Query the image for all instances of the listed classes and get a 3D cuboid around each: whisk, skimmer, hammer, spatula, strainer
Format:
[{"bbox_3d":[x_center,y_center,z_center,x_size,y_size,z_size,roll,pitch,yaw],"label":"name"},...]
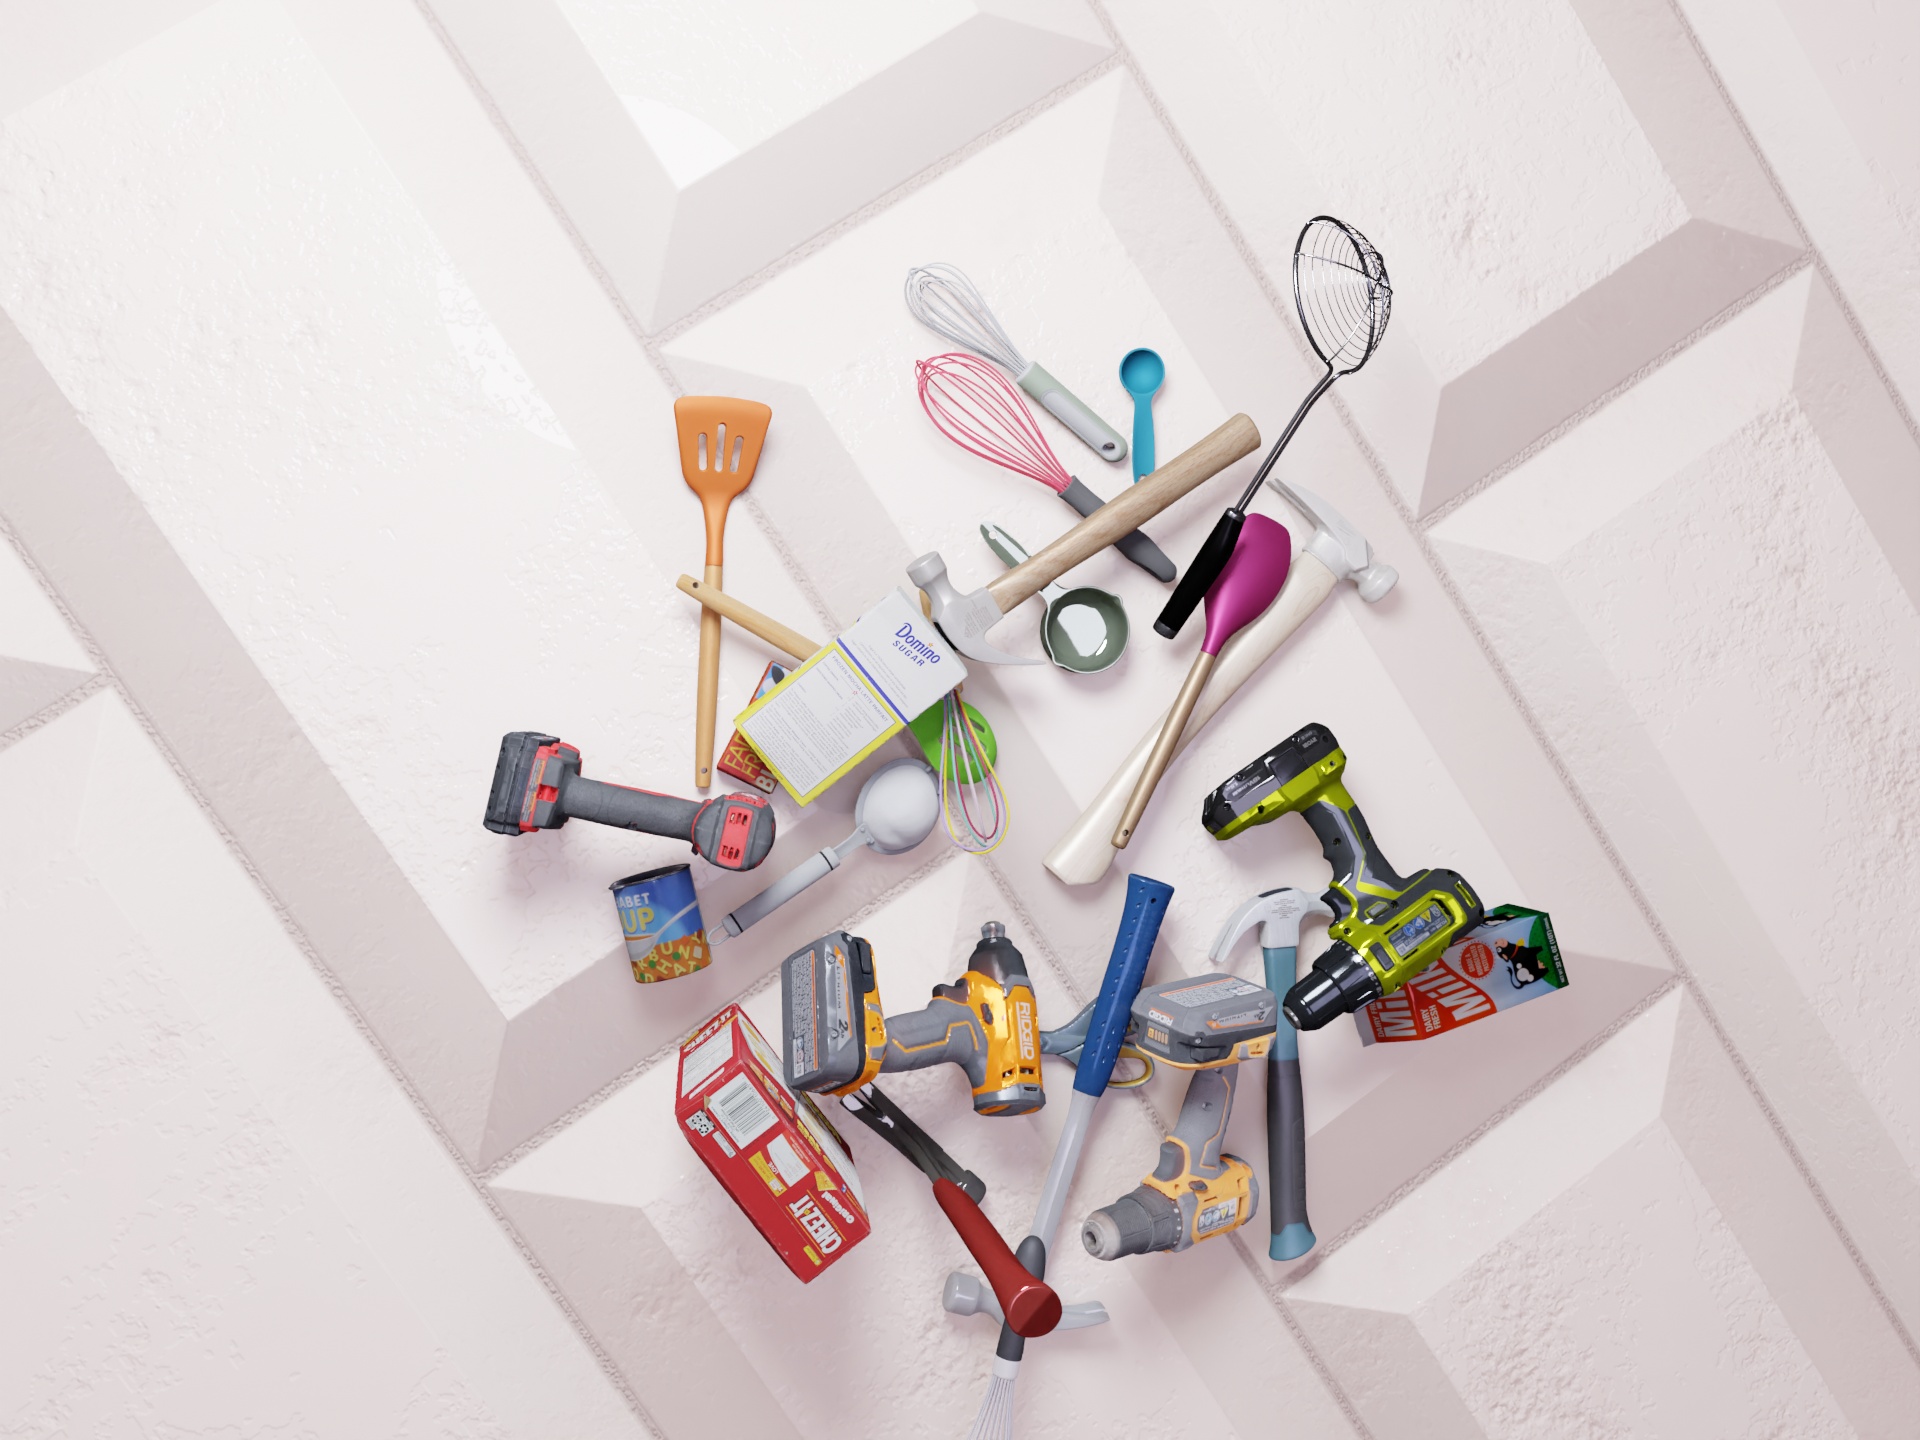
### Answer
[{"bbox_3d":[0.076,-0.215,1.369,0.295,0.073,0.073,38,84,-14],"label":"whisk"},{"bbox_3d":[0.050,-0.305,1.369,0.246,0.059,0.057,38,122,-13],"label":"whisk"},{"bbox_3d":[0.245,-0.239,1.337,0.127,0.090,0.363,7,121,-47],"label":"skimmer"},{"bbox_3d":[0.111,0.333,1.374,0.144,0.035,0.405,17,92,-11],"label":"hammer"},{"bbox_3d":[0.291,0.316,1.423,0.128,0.033,0.331,-2,91,-12],"label":"hammer"},{"bbox_3d":[0.032,0.574,1.337,0.070,0.070,0.284,13,87,-11],"label":"whisk"},{"bbox_3d":[-0.206,-0.105,1.323,0.081,0.041,0.322,3,91,-15],"label":"spatula"},{"bbox_3d":[-0.002,0.368,1.201,0.149,0.359,0.037,44,82,-11],"label":"hammer"},{"bbox_3d":[-0.101,0.113,1.328,0.258,0.050,0.086,-34,121,-14],"label":"strainer"},{"bbox_3d":[0.000,-0.005,1.326,0.051,0.047,0.245,8,62,-41],"label":"whisk"},{"bbox_3d":[0.120,-0.159,1.345,0.331,0.031,0.130,-34,106,-12],"label":"hammer"},{"bbox_3d":[0.208,-0.026,1.405,0.146,0.038,0.410,42,83,-7],"label":"hammer"}]

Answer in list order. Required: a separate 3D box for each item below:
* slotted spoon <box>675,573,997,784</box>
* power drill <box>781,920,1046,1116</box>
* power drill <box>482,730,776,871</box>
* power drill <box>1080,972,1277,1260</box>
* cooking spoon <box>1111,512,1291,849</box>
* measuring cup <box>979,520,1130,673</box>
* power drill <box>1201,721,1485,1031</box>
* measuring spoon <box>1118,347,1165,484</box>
[{"bbox_3d":[-0.098,-0.039,1.333,0.313,0.031,0.070,30,65,-14],"label":"slotted spoon"},{"bbox_3d":[-0.032,0.234,1.302,0.226,0.084,0.164,14,59,-34],"label":"power drill"},{"bbox_3d":[-0.255,0.070,1.271,0.219,0.143,0.078,13,89,-4],"label":"power drill"},{"bbox_3d":[0.182,0.340,1.338,0.185,0.084,0.226,-4,102,-39],"label":"power drill"},{"bbox_3d":[0.204,-0.034,1.377,0.068,0.017,0.319,26,85,-5],"label":"cooking spoon"},{"bbox_3d":[0.074,-0.110,1.379,0.167,0.038,0.083,45,82,-6],"label":"measuring cup"},{"bbox_3d":[0.312,0.136,1.373,0.190,0.080,0.228,-33,80,-9],"label":"power drill"},{"bbox_3d":[0.159,-0.264,1.408,0.042,0.021,0.128,-4,100,-12],"label":"measuring spoon"}]
